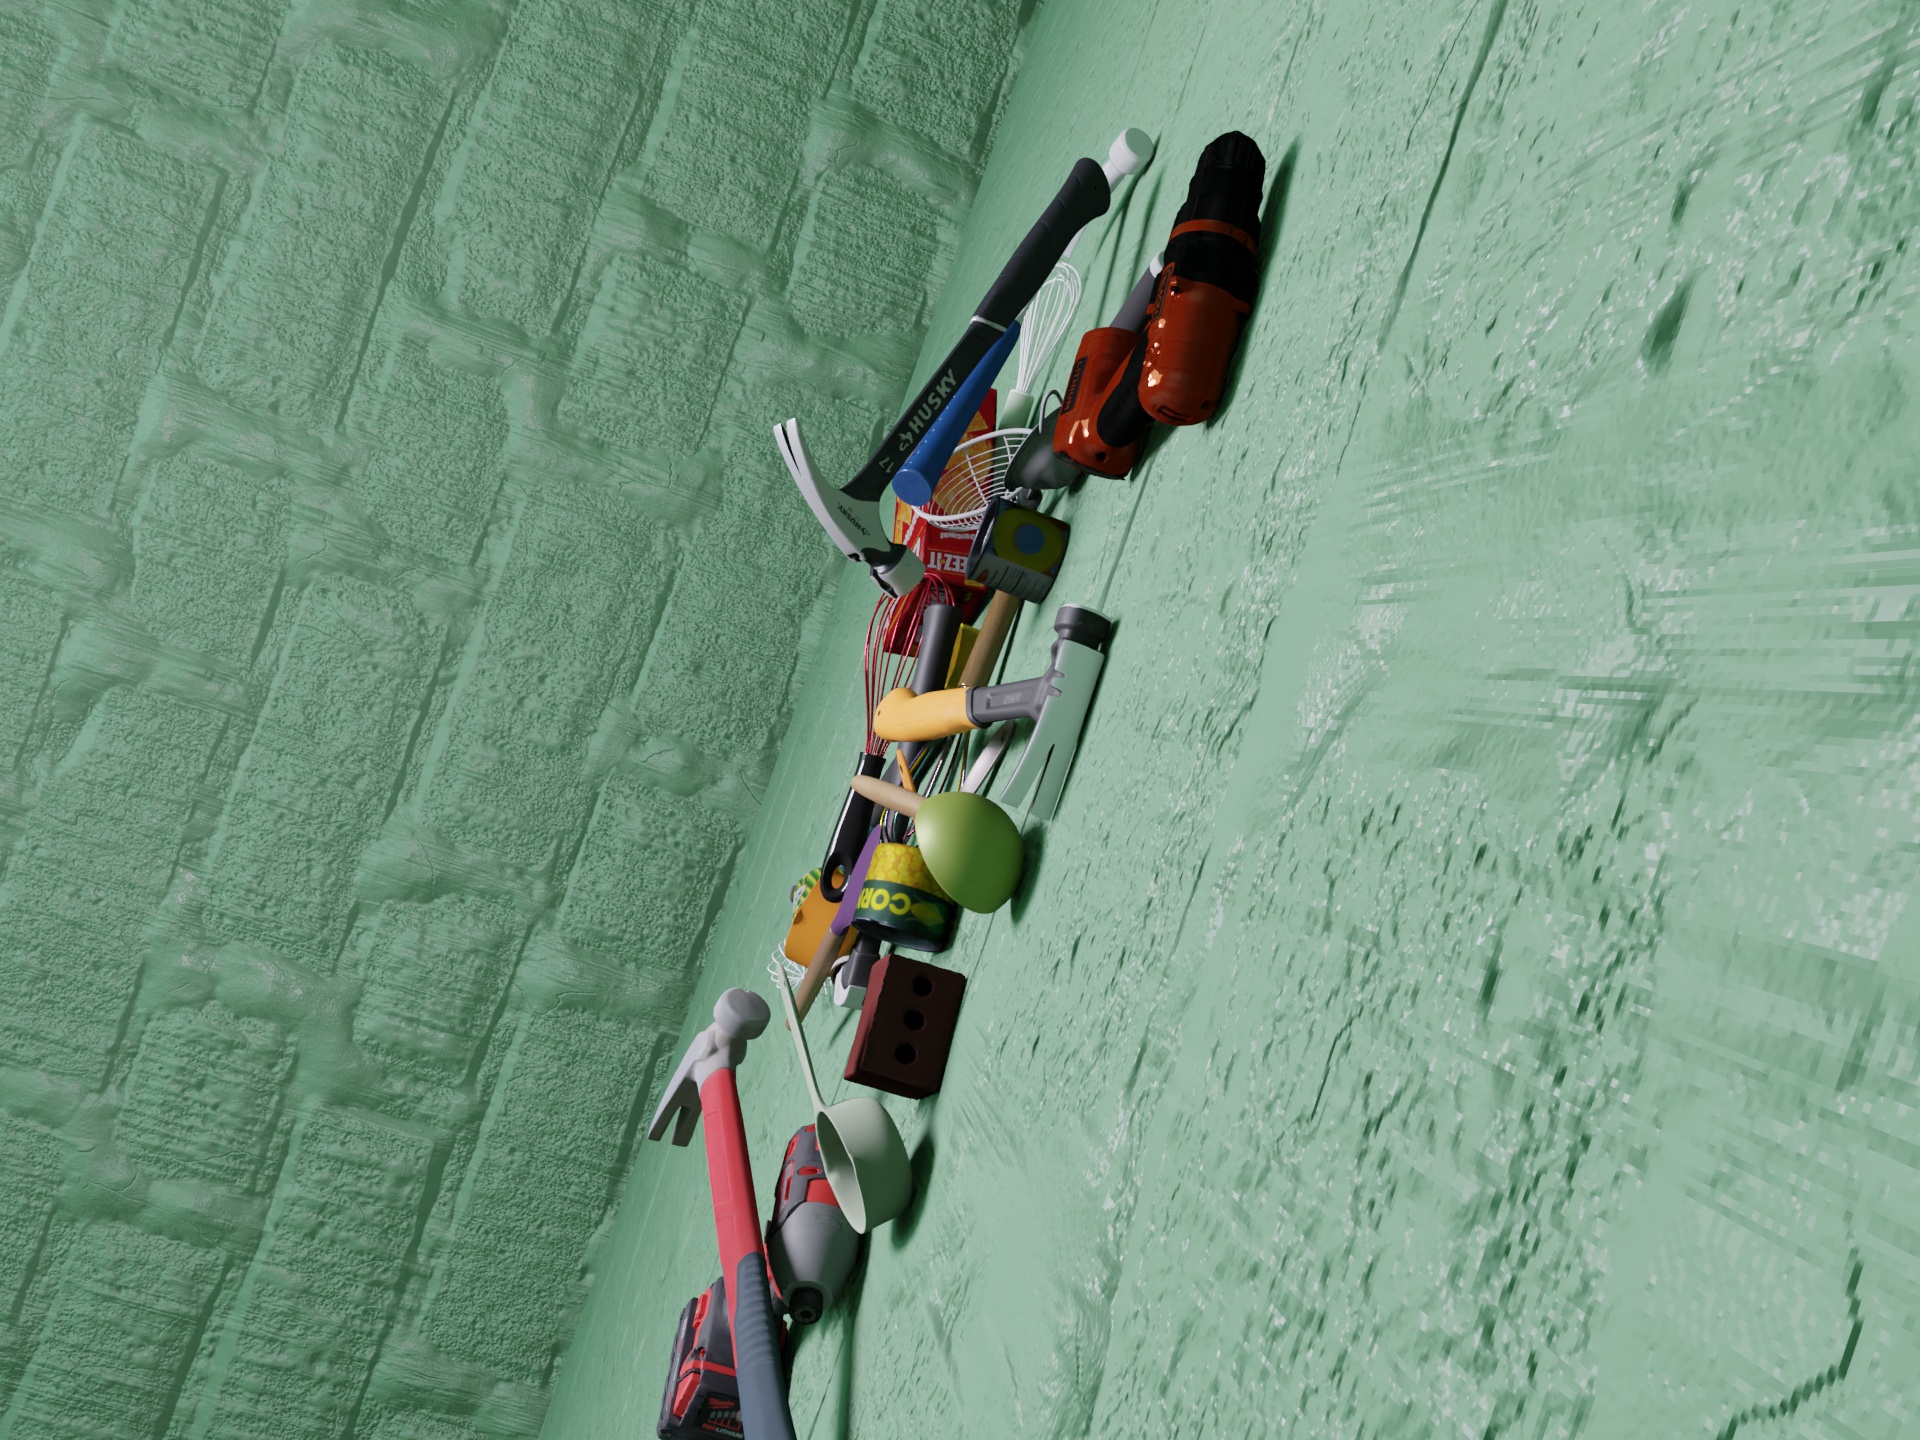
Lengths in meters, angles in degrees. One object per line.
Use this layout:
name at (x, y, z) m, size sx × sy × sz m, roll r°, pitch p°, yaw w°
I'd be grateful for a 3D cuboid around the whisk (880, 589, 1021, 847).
whisk at (-0.004, -0.005, 1.220) m, size 0.047 × 0.051 × 0.245 m, roll 4°, pitch 66°, yaw 46°

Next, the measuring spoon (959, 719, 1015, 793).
measuring spoon at (0.013, 0.051, 1.142) m, size 0.124 × 0.018 × 0.034 m, roll -59°, pitch 29°, yaw 23°

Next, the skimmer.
skimmer at (0.061, -0.258, 1.236) m, size 0.127 × 0.090 × 0.363 m, roll -52°, pitch 1°, yaw -31°

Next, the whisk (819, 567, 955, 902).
whisk at (-0.068, 0.011, 1.346) m, size 0.073 × 0.073 × 0.296 m, roll 174°, pitch 112°, yaw -79°

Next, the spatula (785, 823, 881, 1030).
spatula at (-0.104, 0.178, 1.288) m, size 0.315 × 0.018 × 0.060 m, roll 116°, pitch 163°, yaw -50°

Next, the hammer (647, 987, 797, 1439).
hammer at (-0.141, 0.345, 0.986) m, size 0.143 × 0.038 × 0.387 m, roll -59°, pitch 27°, yaw 23°

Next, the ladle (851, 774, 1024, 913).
ladle at (-0.035, 0.067, 1.064) m, size 0.062 × 0.078 × 0.320 m, roll -47°, pitch 16°, yaw -10°

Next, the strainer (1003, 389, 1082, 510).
strainer at (0.059, -0.178, 1.249) m, size 0.087 × 0.050 × 0.258 m, roll -40°, pitch -7°, yaw -18°

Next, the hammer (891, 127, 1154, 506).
hammer at (0.045, -0.331, 1.332) m, size 0.144 × 0.035 × 0.406 m, roll -36°, pitch 22°, yaw 58°

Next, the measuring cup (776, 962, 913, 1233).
measuring cup at (-0.071, 0.221, 0.959) m, size 0.083 × 0.038 × 0.168 m, roll 126°, pitch 127°, yaw -64°

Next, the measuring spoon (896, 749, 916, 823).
measuring spoon at (-0.033, 0.078, 1.151) m, size 0.021 × 0.011 × 0.117 m, roll -168°, pitch 63°, yaw -72°

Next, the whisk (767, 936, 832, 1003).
whisk at (-0.153, 0.222, 1.605) m, size 0.285 × 0.070 × 0.070 m, roll -117°, pitch 47°, yaw -83°

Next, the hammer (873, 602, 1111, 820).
hammer at (0.002, 0.000, 1.080) m, size 0.337 × 0.034 × 0.127 m, roll -7°, pitch 63°, yaw 69°

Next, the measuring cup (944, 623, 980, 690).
measuring cup at (-0.008, -0.006, 1.334) m, size 0.062 × 0.029 × 0.156 m, roll -100°, pitch 25°, yaw -67°

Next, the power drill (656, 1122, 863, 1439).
power drill at (-0.126, 0.391, 1.066) m, size 0.143 × 0.078 × 0.219 m, roll -89°, pitch 24°, yaw -61°

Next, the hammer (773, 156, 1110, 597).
hammer at (0.007, -0.290, 1.207) m, size 0.036 × 0.149 × 0.409 m, roll -5°, pitch 46°, yaw 53°

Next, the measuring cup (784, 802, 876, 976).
measuring cup at (-0.090, 0.142, 1.382) m, size 0.173 × 0.052 × 0.095 m, roll -62°, pitch -12°, yaw 2°

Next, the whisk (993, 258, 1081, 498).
whisk at (0.061, -0.318, 1.513) m, size 0.059 × 0.058 × 0.246 m, roll 3°, pitch -74°, yaw -64°

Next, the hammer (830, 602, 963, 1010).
hammer at (-0.048, 0.071, 1.273) m, size 0.146 × 0.035 × 0.335 m, roll -168°, pitch 91°, yaw -80°

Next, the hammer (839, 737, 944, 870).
hammer at (-0.077, 0.082, 1.505) m, size 0.330 × 0.033 × 0.128 m, roll 123°, pitch 164°, yaw -54°
